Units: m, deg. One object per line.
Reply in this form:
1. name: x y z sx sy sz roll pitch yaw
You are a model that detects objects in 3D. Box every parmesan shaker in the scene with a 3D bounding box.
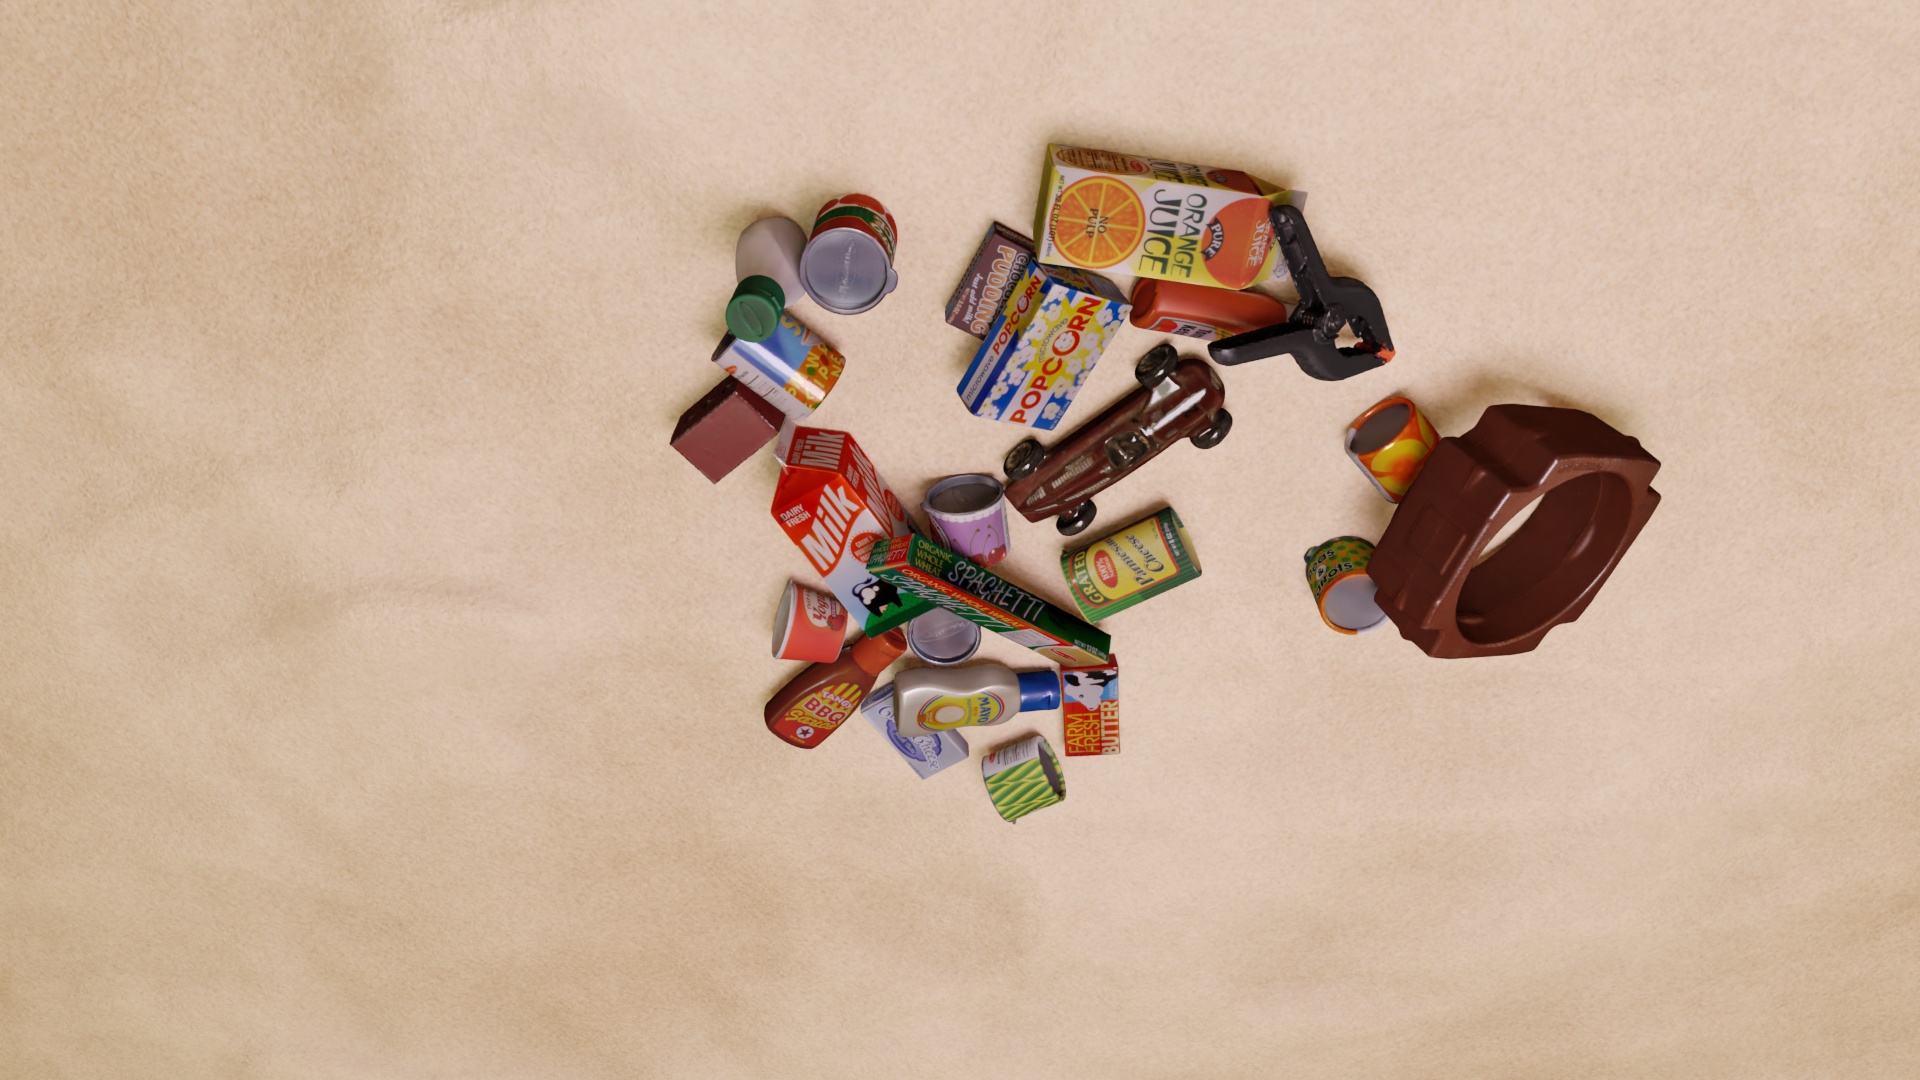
1. parmesan shaker: 0.144 0.018 1.181 0.103 0.071 0.071 -26 117 15

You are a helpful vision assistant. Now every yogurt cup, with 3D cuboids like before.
1. yogurt cup: -0.132 0.076 1.222 0.054 0.073 0.072 13 121 -16

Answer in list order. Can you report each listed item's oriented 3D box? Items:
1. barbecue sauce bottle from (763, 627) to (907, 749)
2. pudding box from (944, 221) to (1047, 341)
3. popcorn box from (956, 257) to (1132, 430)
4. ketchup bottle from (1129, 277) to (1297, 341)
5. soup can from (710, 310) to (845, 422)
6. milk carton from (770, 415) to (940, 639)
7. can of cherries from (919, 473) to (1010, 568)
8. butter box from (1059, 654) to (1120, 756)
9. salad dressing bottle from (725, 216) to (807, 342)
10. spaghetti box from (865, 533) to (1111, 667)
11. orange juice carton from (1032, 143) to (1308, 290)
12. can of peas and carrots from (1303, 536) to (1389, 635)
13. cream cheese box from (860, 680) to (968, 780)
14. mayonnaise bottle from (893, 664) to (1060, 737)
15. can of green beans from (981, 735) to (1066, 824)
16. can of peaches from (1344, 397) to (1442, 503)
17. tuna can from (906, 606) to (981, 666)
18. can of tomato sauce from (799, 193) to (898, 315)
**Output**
1. barbecue sauce bottle: -0.110 0.129 1.263 0.065 0.044 0.148 32 117 -33
2. pudding box: 0.028 -0.197 1.072 0.049 0.030 0.083 25 119 -14
3. popcorn box: 0.064 -0.149 1.075 0.085 0.038 0.126 8 126 -38
4. ketchup bottle: 0.209 -0.172 1.068 0.149 0.064 0.043 9 88 -14
5. soup can: -0.140 -0.145 1.088 0.083 0.072 0.071 36 115 -20
6. milk carton: -0.095 -0.017 1.158 0.073 0.073 0.190 -27 117 17
7. can of cherries: 0.004 -0.015 1.161 0.071 0.072 0.058 -5 122 5
8. butter box: 0.120 0.154 1.285 0.053 0.024 0.103 -4 121 3
9. salad dressing bottle: -0.141 -0.190 1.011 0.044 0.148 0.064 -22 118 14
10. spaghetti box: 0.029 0.054 1.165 0.250 0.029 0.050 28 153 -38
11. orange juice carton: 0.154 -0.236 1.021 0.193 0.073 0.071 7 119 -4
12. can of peas and carrots: 0.333 0.038 1.191 0.071 0.059 0.070 0 121 1
13. cream cheese box: -0.043 0.176 1.302 0.053 0.024 0.103 -31 116 17
14. mayonnaise bottle: 0.015 0.141 1.255 0.148 0.041 0.064 -4 125 -10
15. can of green beans: 0.060 0.223 1.304 0.058 0.071 0.071 -24 118 14
16. can of peaches: 0.354 -0.074 1.118 0.071 0.071 0.058 -38 113 21
17. tuna can: -0.015 0.074 1.235 0.071 0.033 0.070 0 121 1
18. can of tomato sauce: -0.080 -0.214 1.033 0.071 0.083 0.070 0 121 1
